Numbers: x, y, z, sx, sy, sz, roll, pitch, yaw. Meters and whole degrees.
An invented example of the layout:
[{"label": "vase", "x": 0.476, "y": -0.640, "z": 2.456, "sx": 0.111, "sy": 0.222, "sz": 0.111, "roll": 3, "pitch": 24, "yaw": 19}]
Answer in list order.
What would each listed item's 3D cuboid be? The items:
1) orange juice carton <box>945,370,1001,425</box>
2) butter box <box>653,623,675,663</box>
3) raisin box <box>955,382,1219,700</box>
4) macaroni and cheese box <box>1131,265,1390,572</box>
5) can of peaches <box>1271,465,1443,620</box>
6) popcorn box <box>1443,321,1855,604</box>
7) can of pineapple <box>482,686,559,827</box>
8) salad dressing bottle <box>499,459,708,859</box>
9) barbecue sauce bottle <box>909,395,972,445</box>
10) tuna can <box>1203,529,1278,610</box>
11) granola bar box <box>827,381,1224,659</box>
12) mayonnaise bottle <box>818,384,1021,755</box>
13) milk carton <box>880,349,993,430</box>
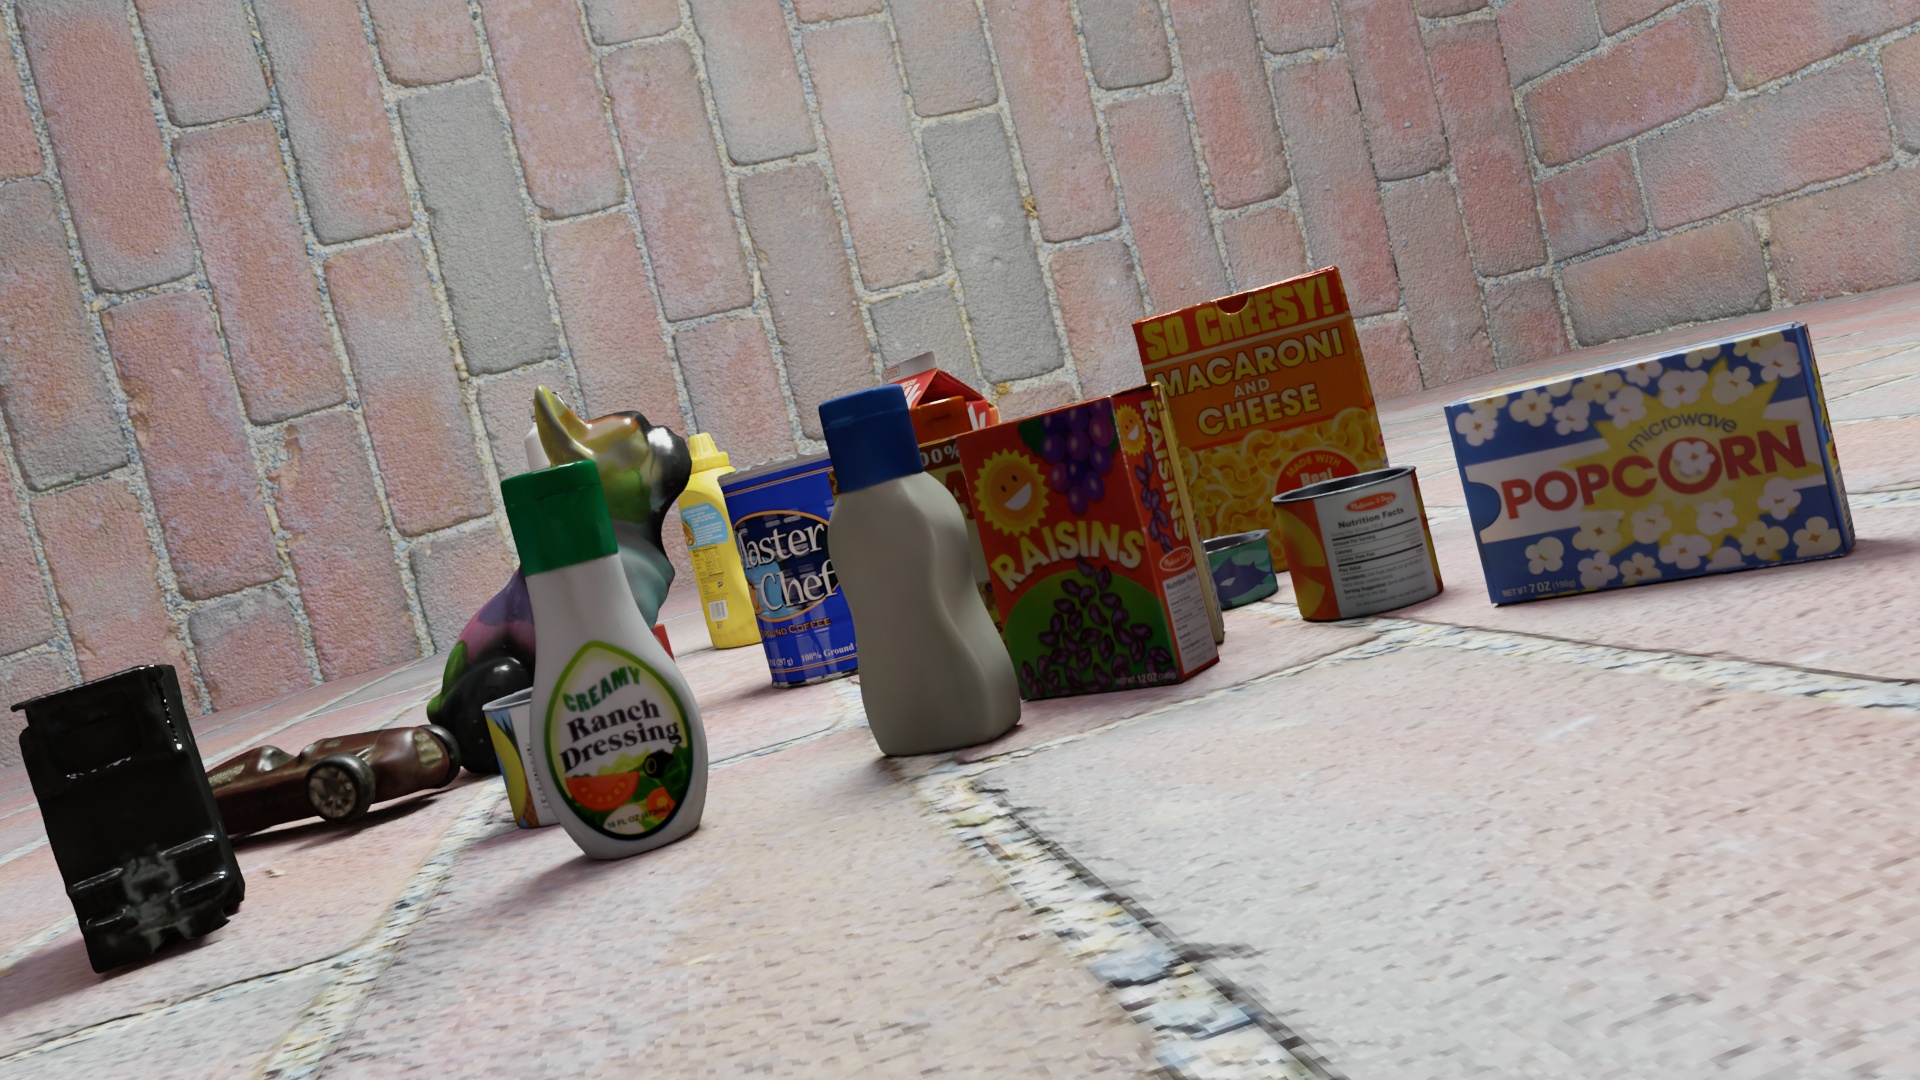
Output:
[{"label": "orange juice carton", "x": 0.007, "y": -0.061, "z": 1.280, "sx": 0.073, "sy": 0.192, "sz": 0.072, "roll": -15, "pitch": 3, "yaw": -10}, {"label": "butter box", "x": -0.236, "y": 0.090, "z": 1.013, "sx": 0.024, "sy": 0.053, "sz": 0.103, "roll": -16, "pitch": 4, "yaw": -30}, {"label": "raisin box", "x": 0.055, "y": 0.002, "z": 0.605, "sx": 0.086, "sy": 0.123, "sz": 0.040, "roll": -12, "pitch": 4, "yaw": 38}, {"label": "macaroni and cheese box", "x": 0.183, "y": -0.066, "z": 0.825, "sx": 0.123, "sy": 0.166, "sz": 0.040, "roll": -13, "pitch": 3, "yaw": 21}, {"label": "can of peaches", "x": 0.183, "y": 0.001, "z": 0.641, "sx": 0.071, "sy": 0.058, "sz": 0.071, "roll": -14, "pitch": 3, "yaw": 1}, {"label": "popcorn box", "x": 0.264, "y": -0.028, "z": 0.537, "sx": 0.126, "sy": 0.085, "sz": 0.038, "roll": -12, "pitch": 3, "yaw": 35}, {"label": "can of pineapple", "x": -0.181, "y": 0.095, "z": 0.645, "sx": 0.071, "sy": 0.058, "sz": 0.071, "roll": -14, "pitch": 3, "yaw": 1}, {"label": "salad dressing bottle", "x": -0.139, "y": 0.044, "z": 0.530, "sx": 0.064, "sy": 0.147, "sz": 0.044, "roll": -15, "pitch": 3, "yaw": -15}, {"label": "barbecue sauce bottle", "x": 0.003, "y": -0.010, "z": 0.829, "sx": 0.065, "sy": 0.148, "sz": 0.044, "roll": -14, "pitch": 3, "yaw": 2}, {"label": "tuna can", "x": 0.141, "y": 0.018, "z": 0.760, "sx": 0.071, "sy": 0.033, "sz": 0.071, "roll": -14, "pitch": 3, "yaw": 1}, {"label": "granola bar box", "x": 0.032, "y": 0.004, "z": 0.669, "sx": 0.165, "sy": 0.124, "sz": 0.039, "roll": -14, "pitch": 3, "yaw": 14}, {"label": "mayonnaise bottle", "x": -0.022, "y": 0.012, "z": 0.569, "sx": 0.064, "sy": 0.148, "sz": 0.041, "roll": -13, "pitch": 3, "yaw": 30}, {"label": "milk carton", "x": -0.015, "y": -0.037, "z": 0.993, "sx": 0.074, "sy": 0.190, "sz": 0.072, "roll": -17, "pitch": 3, "yaw": -38}]
